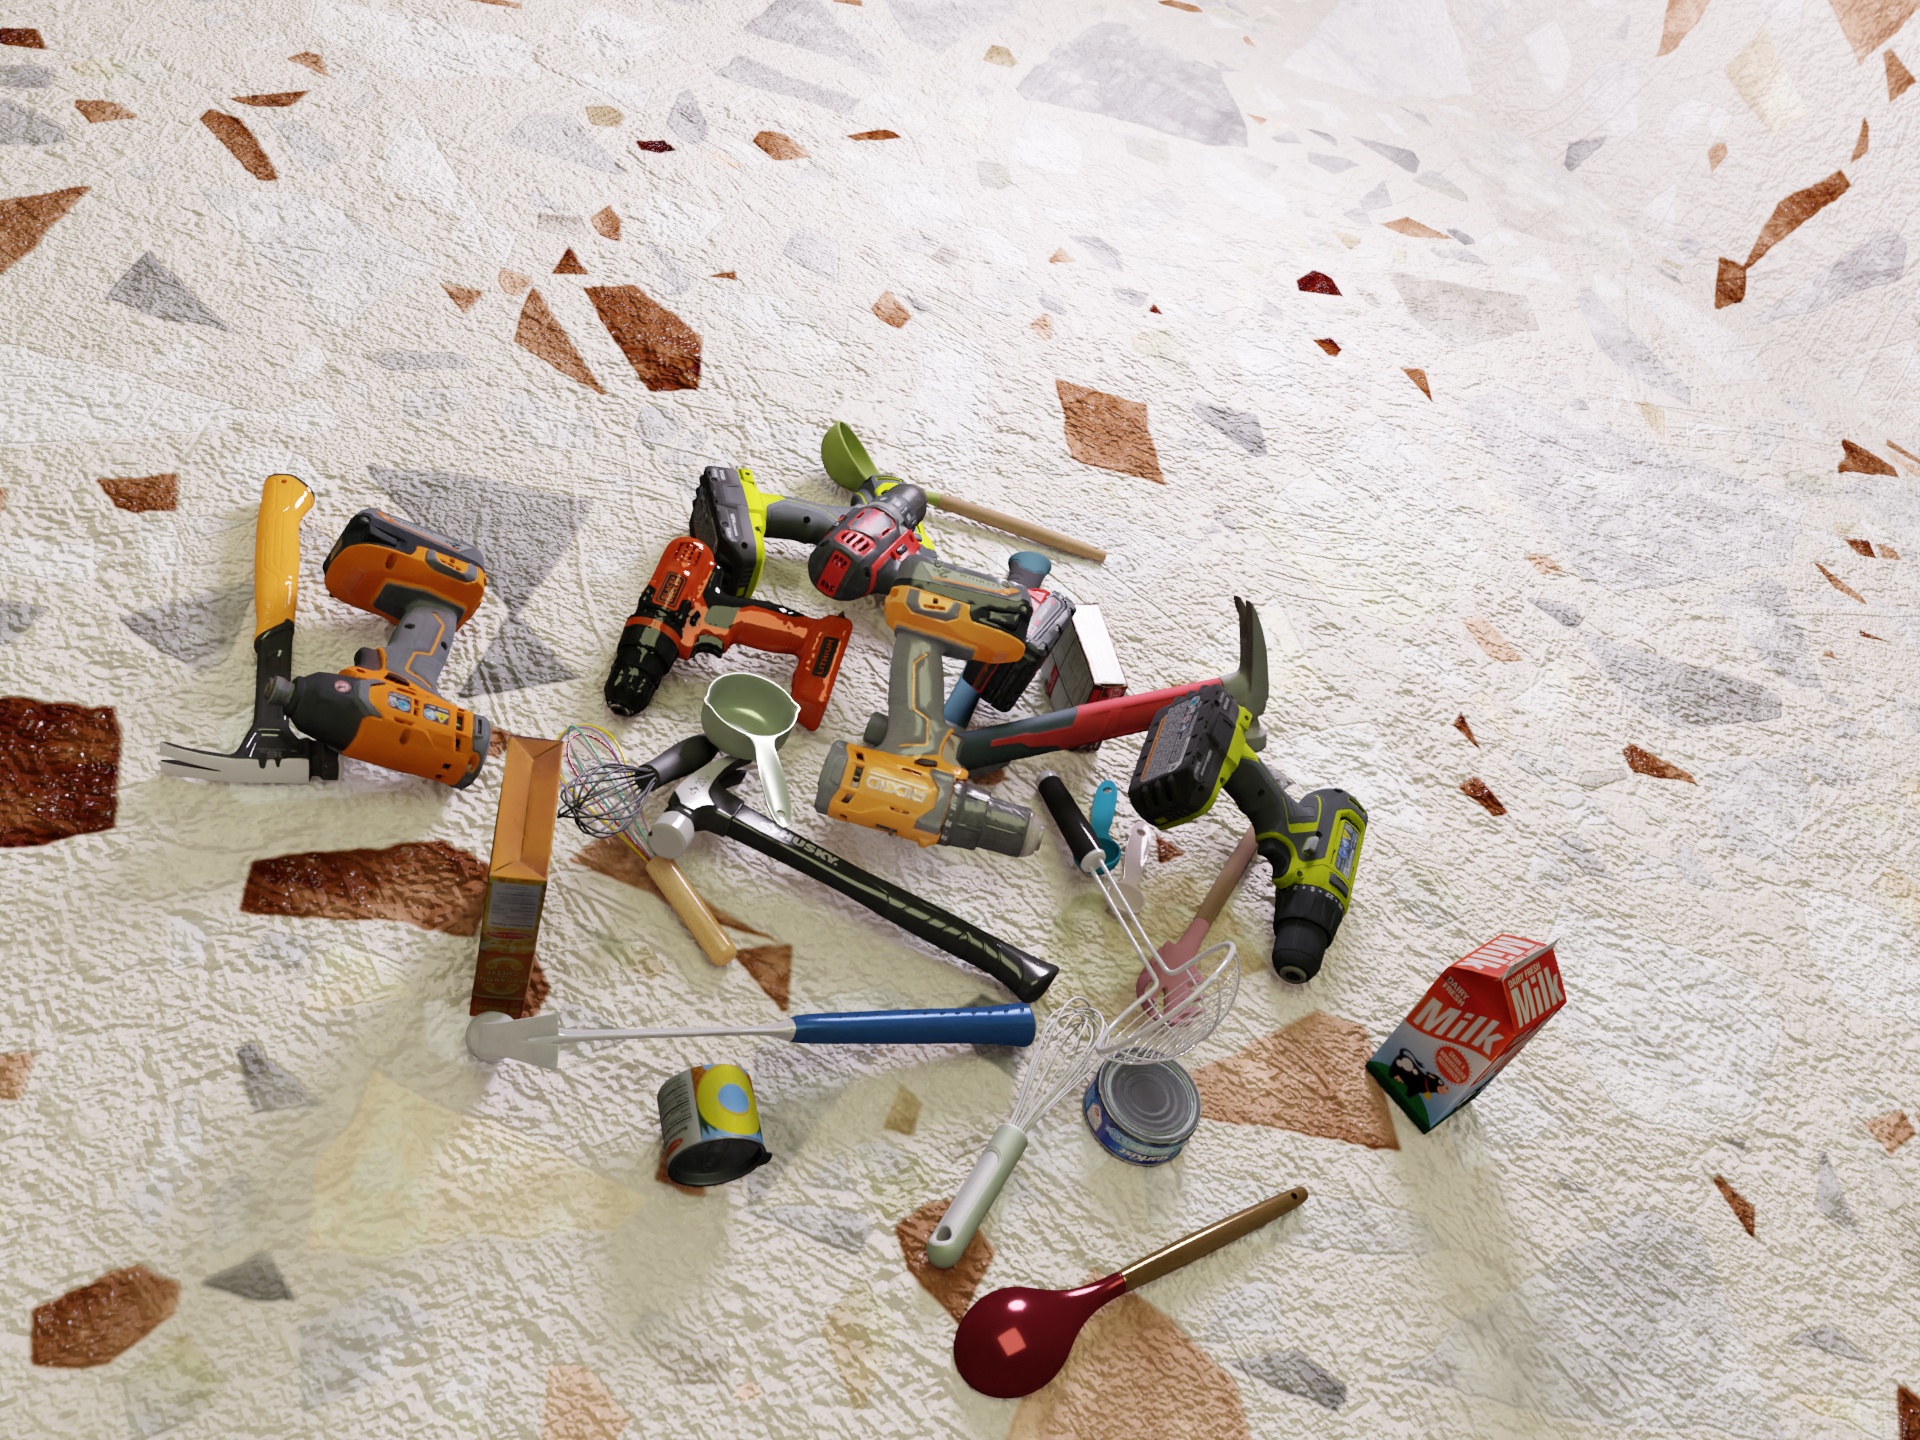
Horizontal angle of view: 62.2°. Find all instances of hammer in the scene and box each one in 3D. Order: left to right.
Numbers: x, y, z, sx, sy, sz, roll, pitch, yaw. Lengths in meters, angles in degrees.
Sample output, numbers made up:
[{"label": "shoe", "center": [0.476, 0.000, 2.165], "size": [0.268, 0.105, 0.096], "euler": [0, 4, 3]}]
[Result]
[{"label": "hammer", "center": [-0.566, -0.085, 1.293], "size": [0.127, 0.034, 0.337], "euler": [2, 47, -21]}, {"label": "hammer", "center": [-0.129, 0.220, 1.123], "size": [0.405, 0.144, 0.035], "euler": [4, 80, -27]}, {"label": "hammer", "center": [-0.074, 0.131, 1.263], "size": [0.335, 0.035, 0.146], "euler": [28, 28, 0]}, {"label": "hammer", "center": [0.023, -0.063, 1.506], "size": [0.128, 0.033, 0.331], "euler": [24, 43, 3]}, {"label": "hammer", "center": [0.091, -0.007, 1.382], "size": [0.386, 0.143, 0.038], "euler": [-12, 20, -17]}]

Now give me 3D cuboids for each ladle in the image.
[{"label": "ladle", "center": [0.007, -0.231, 1.651], "size": [0.320, 0.062, 0.078], "euler": [18, 26, -8]}, {"label": "ladle", "center": [0.132, 0.387, 1.115], "size": [0.315, 0.031, 0.069], "euler": [-13, 54, -33]}]

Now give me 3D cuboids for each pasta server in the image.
[{"label": "pasta server", "center": [0.222, 0.156, 1.368], "size": [0.060, 0.040, 0.316], "euler": [47, 44, -4]}]

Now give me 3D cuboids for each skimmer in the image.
[{"label": "skimmer", "center": [0.113, 0.133, 1.262], "size": [0.090, 0.127, 0.364], "euler": [46, 10, -37]}]

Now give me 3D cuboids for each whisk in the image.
[{"label": "whisk", "center": [-0.245, 0.091, 1.243], "size": [0.047, 0.051, 0.245], "euler": [-19, 60, -42]}, {"label": "whisk", "center": [-0.241, 0.042, 1.236], "size": [0.055, 0.055, 0.239], "euler": [30, 18, 8]}, {"label": "whisk", "center": [0.042, 0.295, 1.155], "size": [0.058, 0.059, 0.246], "euler": [1, 36, 36]}]

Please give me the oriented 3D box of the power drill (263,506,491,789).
[{"label": "power drill", "center": [-0.455, -0.060, 1.252], "size": [0.164, 0.084, 0.227], "euler": [21, 40, -34]}]

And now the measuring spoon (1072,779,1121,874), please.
[{"label": "measuring spoon", "center": [0.125, 0.097, 1.406], "size": [0.042, 0.021, 0.129], "euler": [3, 33, 10]}]

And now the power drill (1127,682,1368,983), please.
[{"label": "power drill", "center": [0.253, 0.097, 1.363], "size": [0.228, 0.080, 0.191], "euler": [41, 49, -20]}]

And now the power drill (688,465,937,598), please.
[{"label": "power drill", "center": [-0.135, -0.168, 1.519], "size": [0.223, 0.080, 0.171], "euler": [1, 48, -25]}]

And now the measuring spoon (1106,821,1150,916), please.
[{"label": "measuring spoon", "center": [0.148, 0.130, 1.385], "size": [0.034, 0.018, 0.124], "euler": [23, 37, 0]}]

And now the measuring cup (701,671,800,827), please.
[{"label": "measuring cup", "center": [-0.163, 0.032, 1.279], "size": [0.083, 0.038, 0.168], "euler": [4, 45, -27]}]

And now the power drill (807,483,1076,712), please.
[{"label": "power drill", "center": [-0.011, -0.126, 1.451], "size": [0.227, 0.080, 0.188], "euler": [33, 36, 3]}]

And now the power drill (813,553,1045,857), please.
[{"label": "power drill", "center": [-0.002, -0.004, 1.299], "size": [0.185, 0.084, 0.226], "euler": [17, 73, -1]}]
